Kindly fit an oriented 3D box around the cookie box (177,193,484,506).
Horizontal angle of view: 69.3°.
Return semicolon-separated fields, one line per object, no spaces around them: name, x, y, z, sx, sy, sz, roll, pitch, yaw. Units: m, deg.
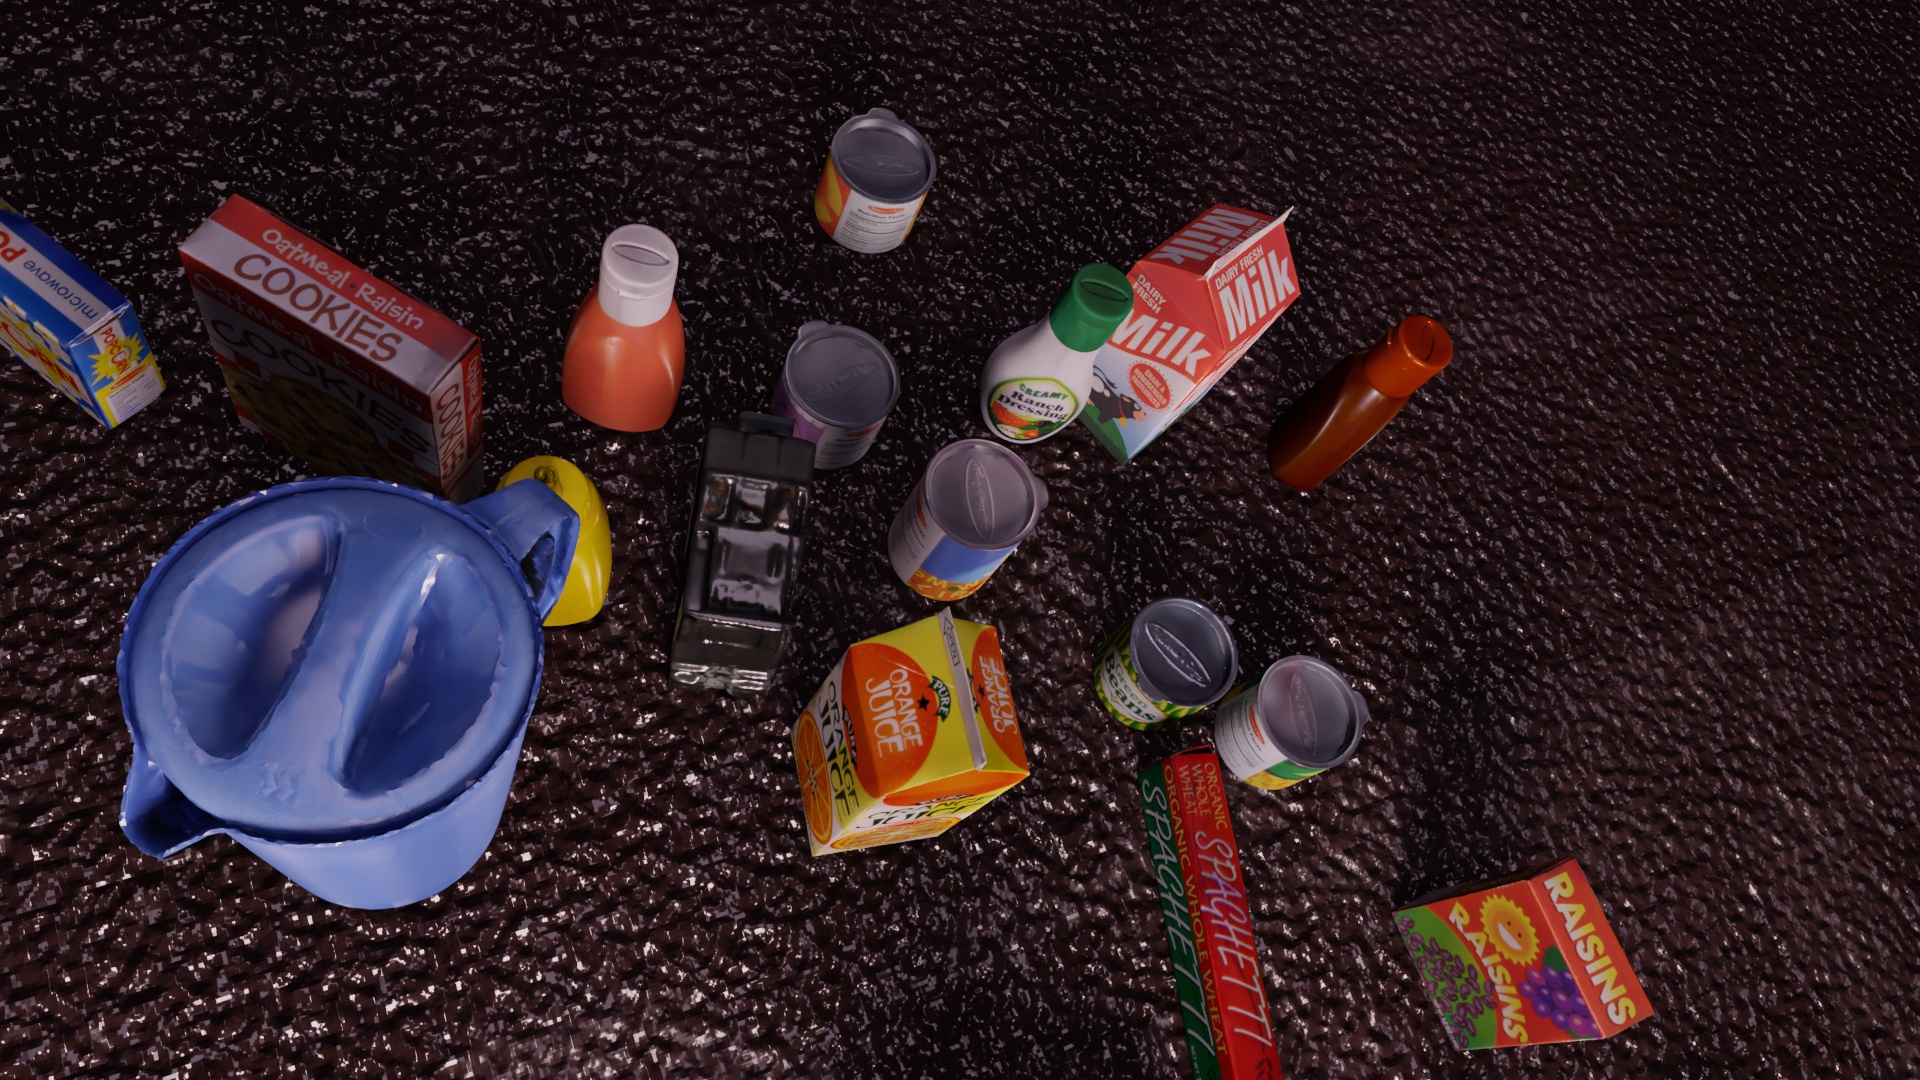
cookie box;-0.293;-0.077;0.667;0.123;0.166;0.040;30;62;-4

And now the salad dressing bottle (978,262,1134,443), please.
salad dressing bottle;0.055;-0.107;0.806;0.064;0.147;0.044;16;64;-11

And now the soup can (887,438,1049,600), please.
soup can;0.003;-0.010;0.783;0.071;0.083;0.071;7;66;-15

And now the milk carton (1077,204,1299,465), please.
milk carton;0.129;-0.126;0.815;0.072;0.189;0.073;-38;83;-28

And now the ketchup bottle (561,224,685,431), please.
ketchup bottle;-0.175;-0.109;0.731;0.065;0.148;0.044;14;64;-12

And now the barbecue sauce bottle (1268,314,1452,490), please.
barbecue sauce bottle;0.245;-0.087;0.860;0.044;0.148;0.065;24;63;-8

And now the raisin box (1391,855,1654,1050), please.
raisin box;0.301;0.227;0.756;0.040;0.123;0.086;-15;73;-23

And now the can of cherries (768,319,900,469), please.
can of cherries;-0.075;-0.084;0.804;0.071;0.058;0.072;7;66;-15

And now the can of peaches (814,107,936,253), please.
can of peaches;-0.055;-0.225;0.872;0.071;0.057;0.071;7;66;-15

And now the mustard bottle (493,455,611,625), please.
mustard bottle;-0.199;-0.003;0.670;0.065;0.159;0.049;6;66;-16

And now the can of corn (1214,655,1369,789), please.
can of corn;0.192;0.107;0.809;0.071;0.058;0.071;7;66;-15

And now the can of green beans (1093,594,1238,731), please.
can of green beans;0.117;0.071;0.800;0.071;0.057;0.071;7;66;-15

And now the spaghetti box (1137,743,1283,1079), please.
spaghetti box;0.138;0.236;0.739;0.029;0.050;0.251;-1;68;-19

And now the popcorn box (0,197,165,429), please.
popcorn box;-0.458;-0.121;0.678;0.127;0.085;0.038;38;62;0

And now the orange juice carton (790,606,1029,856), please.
orange juice carton;-0.025;0.095;0.666;0.073;0.191;0.072;-6;70;-20
